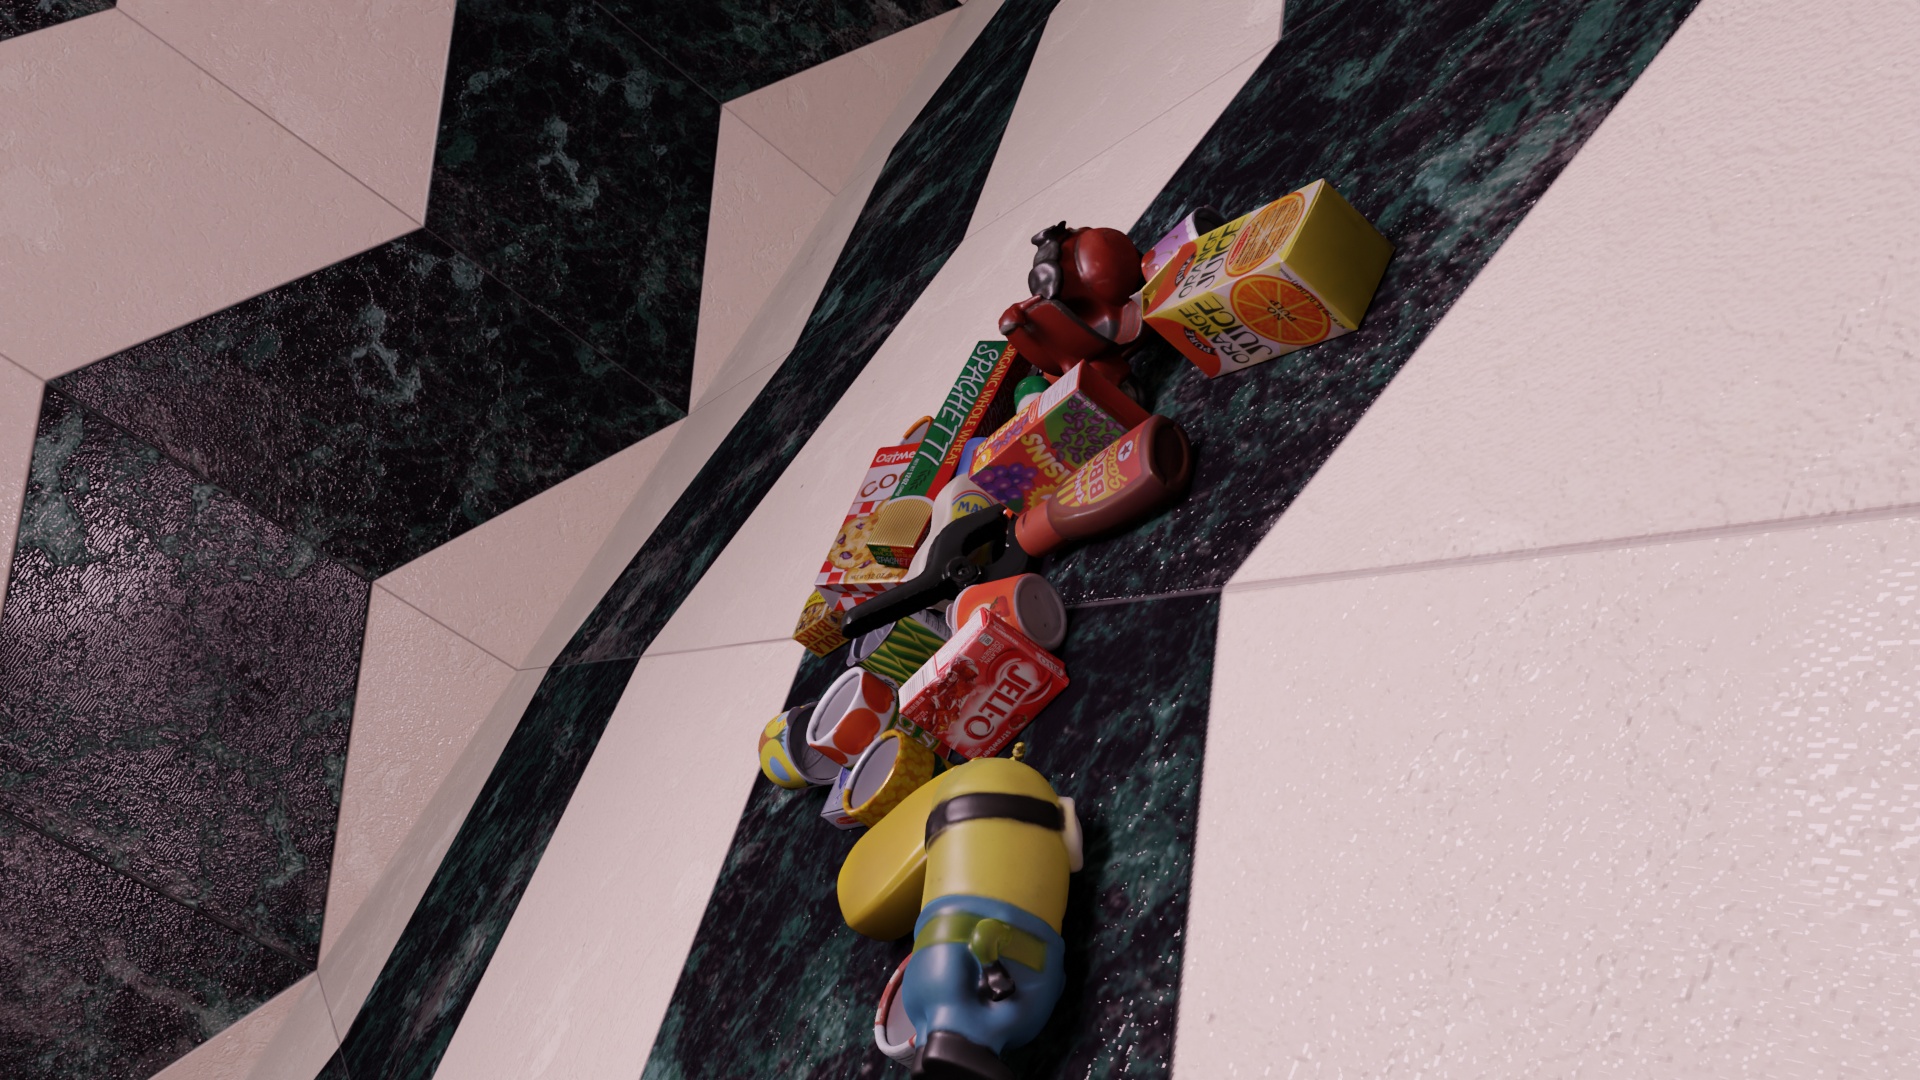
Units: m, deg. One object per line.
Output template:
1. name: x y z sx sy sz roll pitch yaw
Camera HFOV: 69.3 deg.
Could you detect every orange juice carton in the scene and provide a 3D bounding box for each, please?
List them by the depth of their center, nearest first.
1. orange juice carton: 0.195 -0.170 0.953 0.192 0.072 0.073 -13 44 62

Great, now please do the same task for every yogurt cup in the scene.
1. yogurt cup: 0.036 0.056 0.947 0.053 0.072 0.073 -25 33 40

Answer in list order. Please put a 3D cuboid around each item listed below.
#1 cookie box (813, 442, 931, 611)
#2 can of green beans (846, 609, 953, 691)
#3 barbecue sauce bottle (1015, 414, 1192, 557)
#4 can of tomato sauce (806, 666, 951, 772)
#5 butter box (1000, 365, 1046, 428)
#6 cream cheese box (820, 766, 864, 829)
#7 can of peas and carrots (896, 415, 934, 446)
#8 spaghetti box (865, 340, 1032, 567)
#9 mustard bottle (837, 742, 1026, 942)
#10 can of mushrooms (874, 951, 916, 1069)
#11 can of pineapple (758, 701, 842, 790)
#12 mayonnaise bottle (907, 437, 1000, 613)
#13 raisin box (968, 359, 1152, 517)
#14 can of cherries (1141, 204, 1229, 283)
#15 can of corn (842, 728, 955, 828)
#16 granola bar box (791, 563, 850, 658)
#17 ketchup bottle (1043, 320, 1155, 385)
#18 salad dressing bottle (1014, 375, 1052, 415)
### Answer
1. cookie box: -0.040 -0.016 1.203 0.123 0.040 0.168 -3 46 30
2. can of green beans: -0.044 0.082 1.090 0.071 0.058 0.071 -45 21 23
3. barbecue sauce bottle: 0.098 -0.031 0.979 0.148 0.043 0.065 -33 35 46
4. can of tomato sauce: -0.056 0.137 0.985 0.071 0.083 0.071 -46 21 23
5. butter box: 0.057 -0.131 1.275 0.103 0.024 0.053 -40 24 33
6. cream cheese box: -0.066 0.165 1.048 0.053 0.024 0.104 -26 33 52
7. can of peas and carrots: -0.025 -0.078 1.322 0.070 0.058 0.071 -45 21 23
8. spaghetti box: -0.005 -0.080 1.193 0.050 0.028 0.251 4 51 32
9. mustard bottle: -0.011 0.180 0.858 0.159 0.049 0.065 -45 31 19
10. can of mushrooms: -0.014 0.255 0.762 0.071 0.033 0.071 -46 20 23
11. can of pineapple: -0.122 0.164 1.114 0.057 0.071 0.071 -25 34 54
12. mayonnaise bottle: 0.004 -0.014 1.112 0.041 0.065 0.149 -43 27 56
13. raisin box: 0.077 -0.065 1.022 0.123 0.086 0.040 -38 26 37
14. can of cherries: 0.181 -0.213 1.065 0.058 0.071 0.072 -39 24 38
15. can of corn: -0.036 0.168 0.924 0.071 0.058 0.071 -46 21 23
16. granola bar box: -0.083 0.027 1.304 0.165 0.039 0.125 -33 27 45
17. ketchup bottle: 0.131 -0.179 1.157 0.148 0.043 0.065 -30 33 47
18. salad dressing bottle: 0.066 -0.093 1.158 0.064 0.044 0.148 -53 17 23
